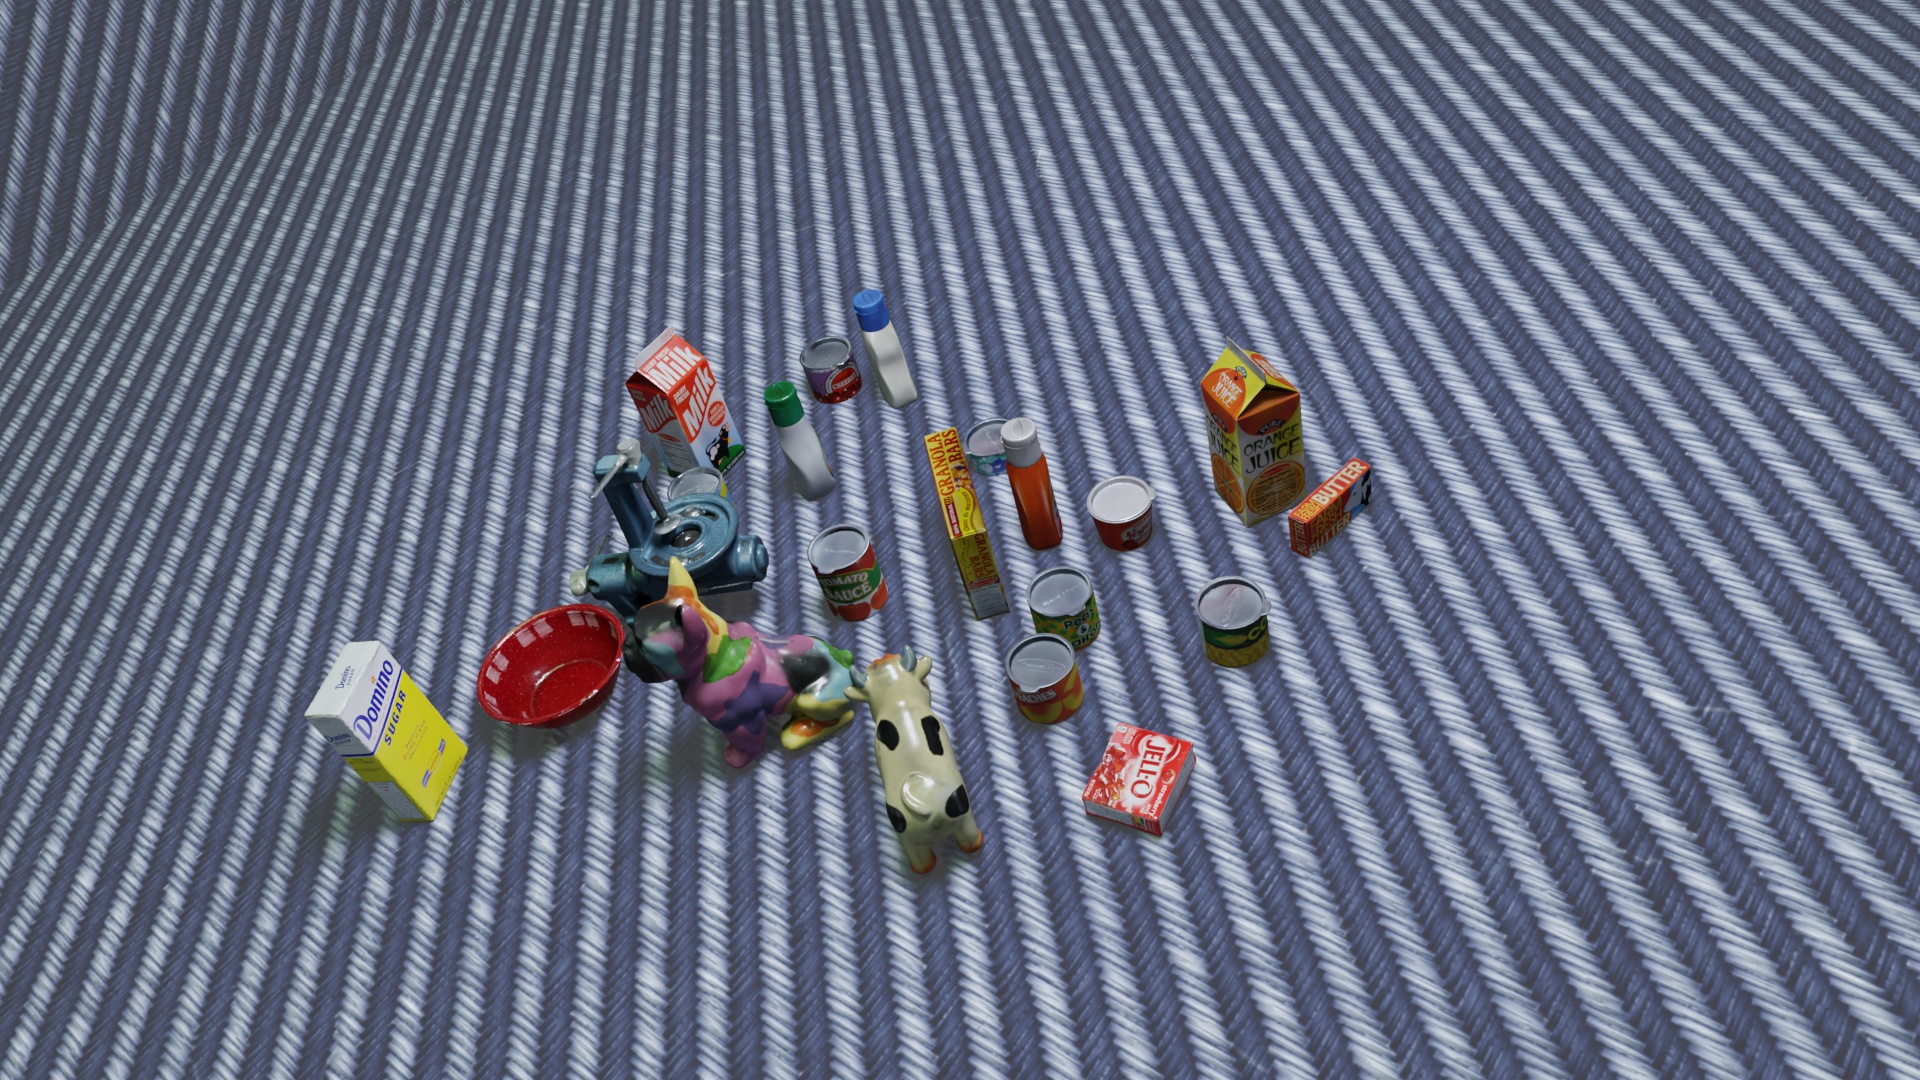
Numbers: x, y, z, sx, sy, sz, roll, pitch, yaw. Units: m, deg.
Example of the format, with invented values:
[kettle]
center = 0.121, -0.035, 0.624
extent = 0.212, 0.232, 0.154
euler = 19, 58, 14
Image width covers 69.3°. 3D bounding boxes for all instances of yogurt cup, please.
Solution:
[yogurt cup]
center = 0.169, -0.026, 1.447
extent = 0.072, 0.053, 0.073
euler = -9, 44, 9

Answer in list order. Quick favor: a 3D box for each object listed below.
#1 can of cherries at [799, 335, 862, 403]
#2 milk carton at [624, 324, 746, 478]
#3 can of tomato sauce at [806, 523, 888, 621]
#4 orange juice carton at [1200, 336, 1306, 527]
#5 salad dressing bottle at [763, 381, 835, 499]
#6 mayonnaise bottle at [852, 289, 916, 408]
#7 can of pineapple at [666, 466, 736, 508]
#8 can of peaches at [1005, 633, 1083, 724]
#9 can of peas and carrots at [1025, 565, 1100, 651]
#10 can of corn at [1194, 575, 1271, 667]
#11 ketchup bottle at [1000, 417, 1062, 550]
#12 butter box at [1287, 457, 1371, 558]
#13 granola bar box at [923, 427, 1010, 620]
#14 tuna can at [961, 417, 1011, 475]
[can of cherries]
center = -0.160, -0.212, 1.736
extent = 0.071, 0.058, 0.072
euler = -9, 44, 9
[milk carton]
center = -0.329, -0.159, 1.640
extent = 0.073, 0.189, 0.073
euler = 16, 53, 31
[can of tomato sauce]
center = -0.117, 0.036, 1.453
extent = 0.071, 0.082, 0.071
euler = -9, 44, 9
[orange juice carton]
center = 0.294, -0.113, 1.395
extent = 0.073, 0.191, 0.072
euler = -24, 44, -7
[salad dressing bottle]
center = -0.184, -0.114, 1.579
extent = 0.044, 0.147, 0.064
euler = -29, 44, -12
[mayonnaise bottle]
center = -0.092, -0.232, 1.670
extent = 0.041, 0.147, 0.065
euler = -25, 44, -8
[can of pineapple]
center = -0.299, -0.042, 1.607
extent = 0.071, 0.057, 0.071
euler = -9, 44, 9
[can of peaches]
center = 0.079, 0.133, 1.311
extent = 0.071, 0.057, 0.071
euler = -9, 44, 9
[can of peas and carrots]
center = 0.103, 0.069, 1.367
extent = 0.071, 0.058, 0.071
euler = -9, 44, 9
[can of corn]
center = 0.259, 0.077, 1.310
extent = 0.071, 0.058, 0.071
euler = -9, 44, 9
[ketchup bottle]
center = 0.073, -0.061, 1.443
extent = 0.043, 0.148, 0.065
euler = -14, 43, 4
[butter box]
center = 0.371, -0.033, 1.391
extent = 0.104, 0.053, 0.024
euler = -38, 47, -21
[granola bar box]
center = 0.005, -0.018, 1.439
extent = 0.039, 0.123, 0.166
euler = -16, 43, 1
[tuna can]
center = 0.037, -0.106, 1.585
extent = 0.071, 0.032, 0.071
euler = -9, 44, 9
